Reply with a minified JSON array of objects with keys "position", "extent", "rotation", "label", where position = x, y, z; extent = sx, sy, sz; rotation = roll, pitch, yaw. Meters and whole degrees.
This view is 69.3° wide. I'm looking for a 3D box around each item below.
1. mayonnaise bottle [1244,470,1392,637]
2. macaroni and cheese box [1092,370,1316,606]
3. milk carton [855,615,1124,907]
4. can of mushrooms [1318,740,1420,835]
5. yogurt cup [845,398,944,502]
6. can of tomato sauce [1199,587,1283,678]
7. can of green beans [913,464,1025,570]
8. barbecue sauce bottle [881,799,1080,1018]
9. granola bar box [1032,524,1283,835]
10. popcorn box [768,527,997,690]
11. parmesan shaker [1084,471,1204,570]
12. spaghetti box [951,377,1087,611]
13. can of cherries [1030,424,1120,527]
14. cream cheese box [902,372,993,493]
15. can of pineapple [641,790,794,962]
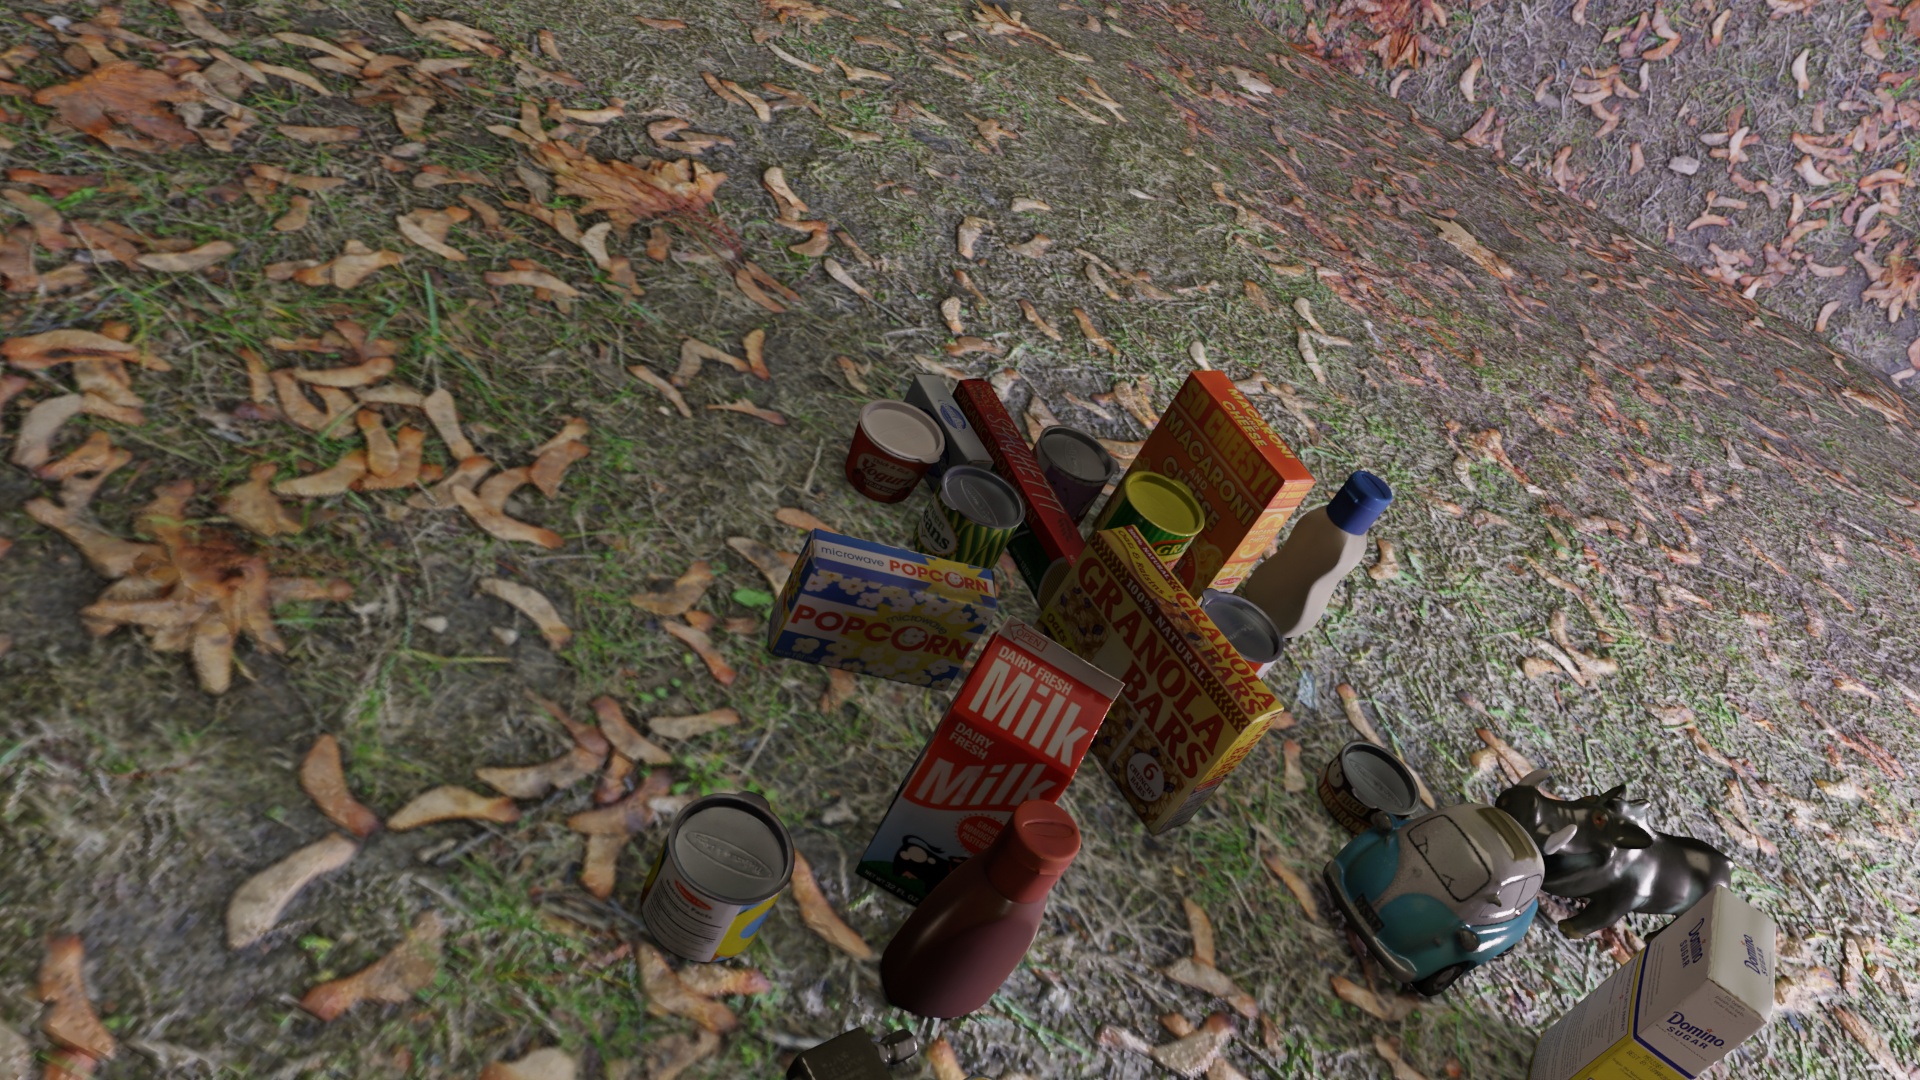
[{"position":[0.287,0.009,1.107],"extent":[0.041,0.147,0.065],"rotation":[-6,50,-39],"label":"mayonnaise bottle"},{"position":[0.182,-0.029,1.066],"extent":[0.040,0.165,0.124],"rotation":[-5,49,-38],"label":"macaroni and cheese box"},{"position":[0.017,0.122,0.761],"extent":[0.072,0.189,0.074],"rotation":[30,37,1],"label":"milk carton"},{"position":[0.294,0.181,1.006],"extent":[0.071,0.033,0.071],"rotation":[18,38,-15],"label":"can of mushrooms"},{"position":[-0.053,-0.066,1.046],"extent":[0.072,0.053,0.073],"rotation":[18,38,-15],"label":"yogurt cup"},{"position":[0.180,0.087,0.999],"extent":[0.071,0.082,0.071],"rotation":[18,38,-15],"label":"can of tomato sauce"},{"position":[0.006,-0.013,1.020],"extent":[0.071,0.057,0.071],"rotation":[18,38,-15],"label":"can of green beans"},{"position":[0.013,0.191,0.714],"extent":[0.065,0.147,0.044],"rotation":[11,41,-23],"label":"barbecue sauce bottle"},{"position":[0.122,0.091,0.922],"extent":[0.039,0.123,0.166],"rotation":[-9,51,-40],"label":"granola bar box"},{"position":[-0.050,0.046,0.893],"extent":[0.127,0.084,0.038],"rotation":[14,40,-20],"label":"popcorn box"},{"position":[0.130,0.007,1.043],"extent":[0.071,0.102,0.072],"rotation":[18,38,-15],"label":"parmesan shaker"},{"position":[0.048,-0.028,1.072],"extent":[0.029,0.050,0.251],"rotation":[0,46,-34],"label":"spaghetti box"},{"position":[0.084,-0.049,1.113],"extent":[0.071,0.058,0.072],"rotation":[18,38,-15],"label":"can of cherries"},{"position":[-0.015,-0.078,1.085],"extent":[0.024,0.053,0.104],"rotation":[-2,47,-36],"label":"cream cheese box"},{"position":[-0.125,0.173,0.718],"extent":[0.071,0.057,0.071],"rotation":[18,38,-15],"label":"can of pineapple"}]
